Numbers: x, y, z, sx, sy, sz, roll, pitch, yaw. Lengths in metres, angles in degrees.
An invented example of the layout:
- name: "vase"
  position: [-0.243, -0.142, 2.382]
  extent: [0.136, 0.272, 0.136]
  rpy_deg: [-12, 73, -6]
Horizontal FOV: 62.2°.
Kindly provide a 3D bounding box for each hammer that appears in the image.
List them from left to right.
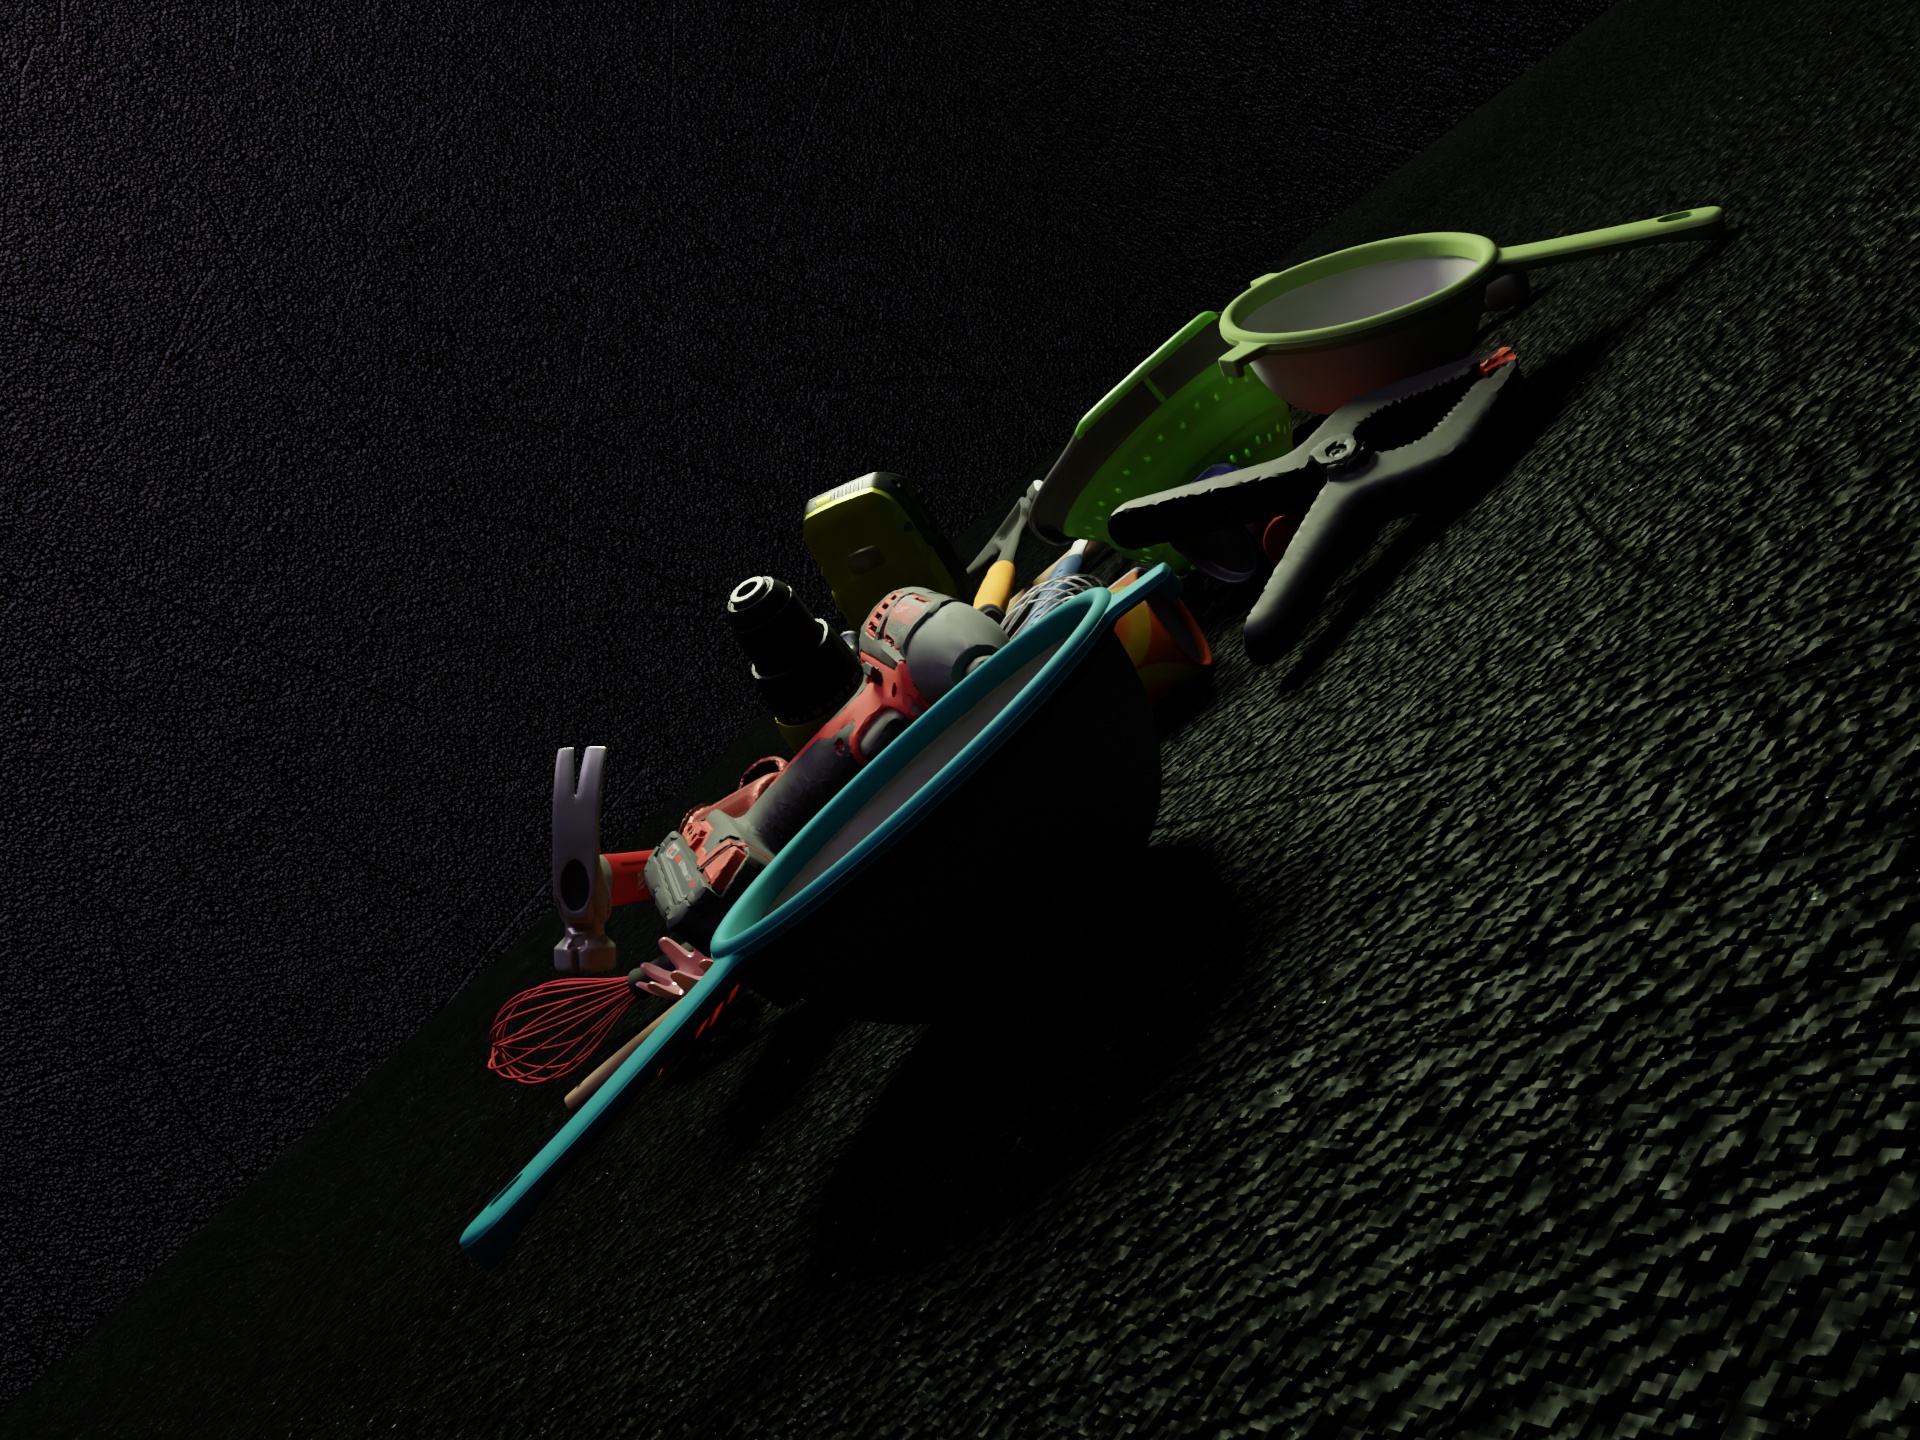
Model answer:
- name: "hammer"
  position: [-0.222, 0.099, 1.184]
  extent: [0.038, 0.143, 0.386]
  rpy_deg: [-2, -4, 6]
- name: "hammer"
  position: [0.028, -0.116, 1.375]
  extent: [0.127, 0.034, 0.337]
  rpy_deg: [-52, 7, 21]
- name: "hammer"
  position: [0.066, -0.111, 1.450]
  extent: [0.331, 0.031, 0.130]
  rpy_deg: [-42, 8, -7]
- name: "hammer"
  position: [0.094, -0.133, 1.272]
  extent: [0.144, 0.035, 0.406]
  rpy_deg: [-37, 15, 32]
- name: "hammer"
  position: [0.238, -0.182, 0.951]
  extent: [0.149, 0.036, 0.359]
  rpy_deg: [-18, 23, 38]

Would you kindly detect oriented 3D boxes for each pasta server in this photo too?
- name: "pasta server"
  position: [-0.085, 0.092, 1.038]
  extent: [0.316, 0.040, 0.060]
  rpy_deg: [-37, 21, 15]

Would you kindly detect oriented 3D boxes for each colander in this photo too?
- name: "colander"
  position: [0.161, -0.152, 1.098]
  extent: [0.204, 0.094, 0.397]
  rpy_deg: [-41, -10, 3]

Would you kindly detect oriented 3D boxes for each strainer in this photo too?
- name: "strainer"
  position: [-0.032, 0.092, 0.604]
  extent: [0.340, 0.095, 0.211]
  rpy_deg: [-47, 7, -24]
- name: "strainer"
  position: [0.272, -0.216, 0.855]
  extent: [0.256, 0.069, 0.152]
  rpy_deg: [-7, 29, 22]

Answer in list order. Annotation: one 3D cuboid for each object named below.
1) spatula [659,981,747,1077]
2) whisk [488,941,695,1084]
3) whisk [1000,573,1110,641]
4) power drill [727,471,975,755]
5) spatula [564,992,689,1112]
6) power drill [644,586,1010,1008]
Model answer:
- name: "spatula"
  position: [-0.074, 0.131, 0.841]
  extent: [0.322, 0.041, 0.081]
  rpy_deg: [-25, 16, 49]
- name: "whisk"
  position: [-0.248, 0.200, 1.165]
  extent: [0.296, 0.073, 0.073]
  rpy_deg: [-29, 13, 29]
- name: "whisk"
  position: [-0.002, 0.004, 1.086]
  extent: [0.284, 0.070, 0.070]
  rpy_deg: [-44, 7, 18]
- name: "power drill"
  position: [-0.063, -0.054, 0.980]
  extent: [0.080, 0.190, 0.229]
  rpy_deg: [-20, 33, 22]
- name: "spatula"
  position: [-0.131, 0.152, 1.002]
  extent: [0.316, 0.018, 0.060]
  rpy_deg: [-39, 11, 10]
- name: "power drill"
  position: [-0.058, 0.029, 0.815]
  extent: [0.219, 0.078, 0.143]
  rpy_deg: [-51, 22, -4]
